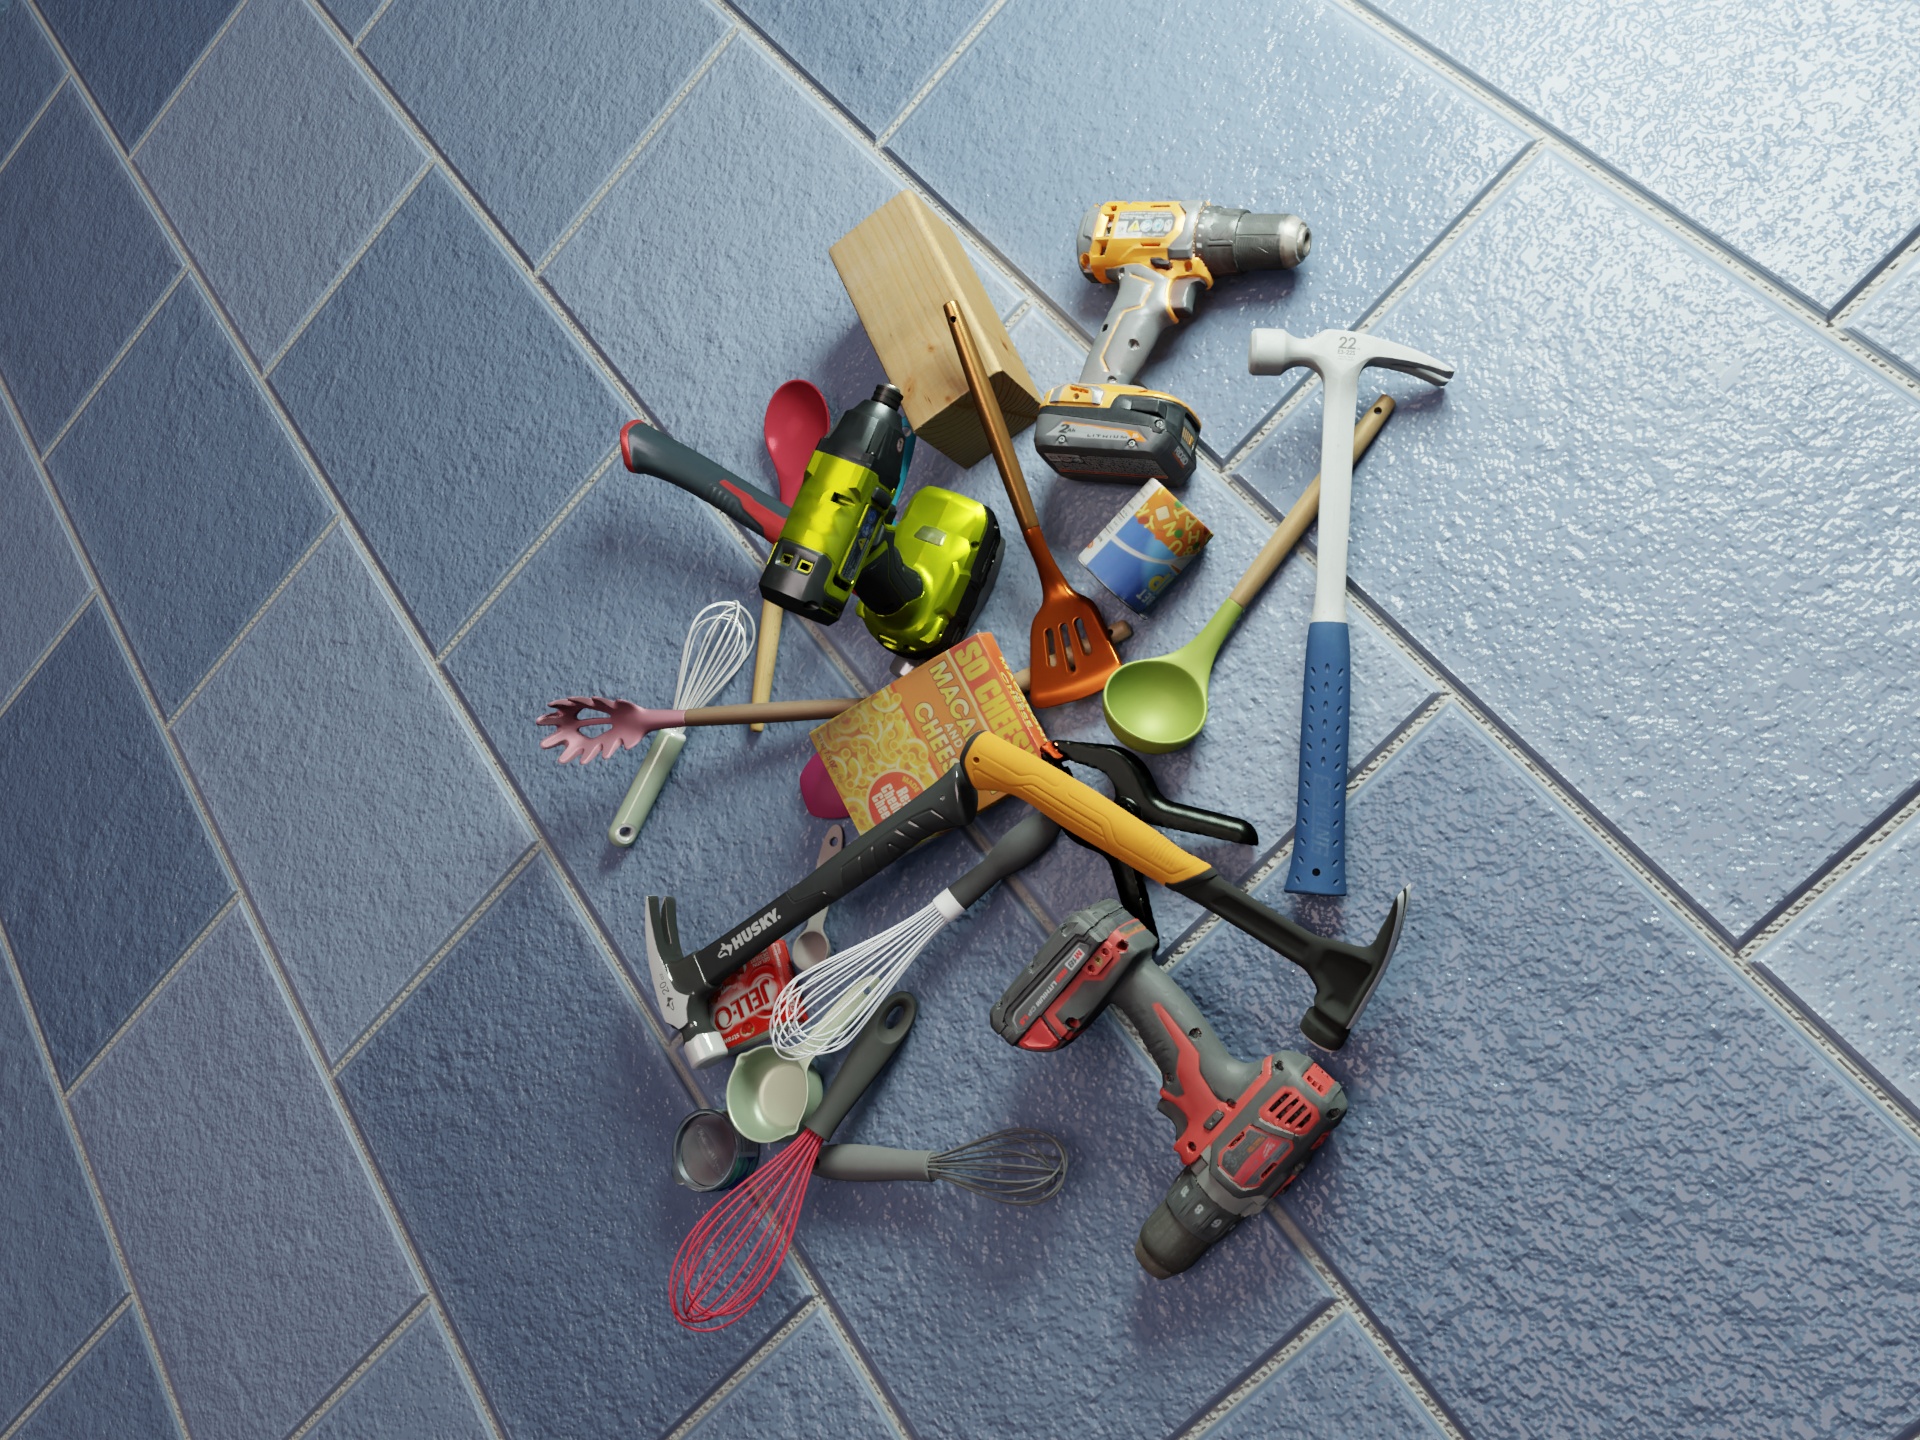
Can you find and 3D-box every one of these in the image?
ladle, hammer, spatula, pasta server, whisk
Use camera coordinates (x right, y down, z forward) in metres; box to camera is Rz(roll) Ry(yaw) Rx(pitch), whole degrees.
[{"bbox_3d":[0.217,-0.110,1.168,0.078,0.062,0.320,38,95,17],"label":"ladle"},{"bbox_3d":[0.144,0.092,1.116,0.337,0.034,0.127,30,114,21],"label":"hammer"},{"bbox_3d":[-0.120,0.133,1.259,0.334,0.035,0.146,-36,66,21],"label":"hammer"},{"bbox_3d":[0.044,-0.171,1.232,0.081,0.041,0.322,-19,93,24],"label":"spatula"},{"bbox_3d":[-0.142,-0.179,1.368,0.386,0.038,0.143,33,94,23],"label":"hammer"},{"bbox_3d":[-0.211,-0.002,1.357,0.316,0.040,0.060,-3,104,16],"label":"pasta server"},{"bbox_3d":[-0.034,0.162,1.225,0.284,0.070,0.070,-40,61,0],"label":"whisk"},{"bbox_3d":[-0.158,-0.145,1.403,0.069,0.031,0.315,3,81,28],"label":"ladle"},{"bbox_3d":[-0.122,0.331,1.213,0.073,0.073,0.296,26,72,31],"label":"whisk"},{"bbox_3d":[0.268,-0.079,1.127,0.144,0.035,0.405,3,83,6],"label":"hammer"},{"bbox_3d":[-0.023,0.333,1.199,0.239,0.055,0.055,-8,74,32],"label":"whisk"},{"bbox_3d":[-0.252,0.004,1.412,0.246,0.057,0.059,-62,24,6],"label":"whisk"}]

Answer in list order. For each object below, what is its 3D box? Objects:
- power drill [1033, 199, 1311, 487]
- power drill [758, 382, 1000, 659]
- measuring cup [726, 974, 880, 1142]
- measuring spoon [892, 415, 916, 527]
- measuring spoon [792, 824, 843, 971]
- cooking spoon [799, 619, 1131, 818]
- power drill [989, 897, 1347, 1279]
[{"bbox_3d":[0.163,-0.299,1.234,0.185,0.084,0.226,9,78,29],"label":"power drill"},{"bbox_3d":[-0.052,-0.139,1.183,0.080,0.223,0.171,23,88,23],"label":"power drill"},{"bbox_3d":[-0.116,0.268,1.274,0.167,0.038,0.083,-47,61,4],"label":"measuring cup"},{"bbox_3d":[-0.057,-0.189,1.294,0.042,0.021,0.128,15,87,-5],"label":"measuring spoon"},{"bbox_3d":[-0.111,0.147,1.315,0.034,0.018,0.124,2,72,28],"label":"measuring spoon"},{"bbox_3d":[-0.002,-0.004,1.285,0.319,0.017,0.069,-28,69,21],"label":"cooking spoon"},{"bbox_3d":[0.128,0.255,1.101,0.227,0.080,0.188,42,107,16],"label":"power drill"}]
